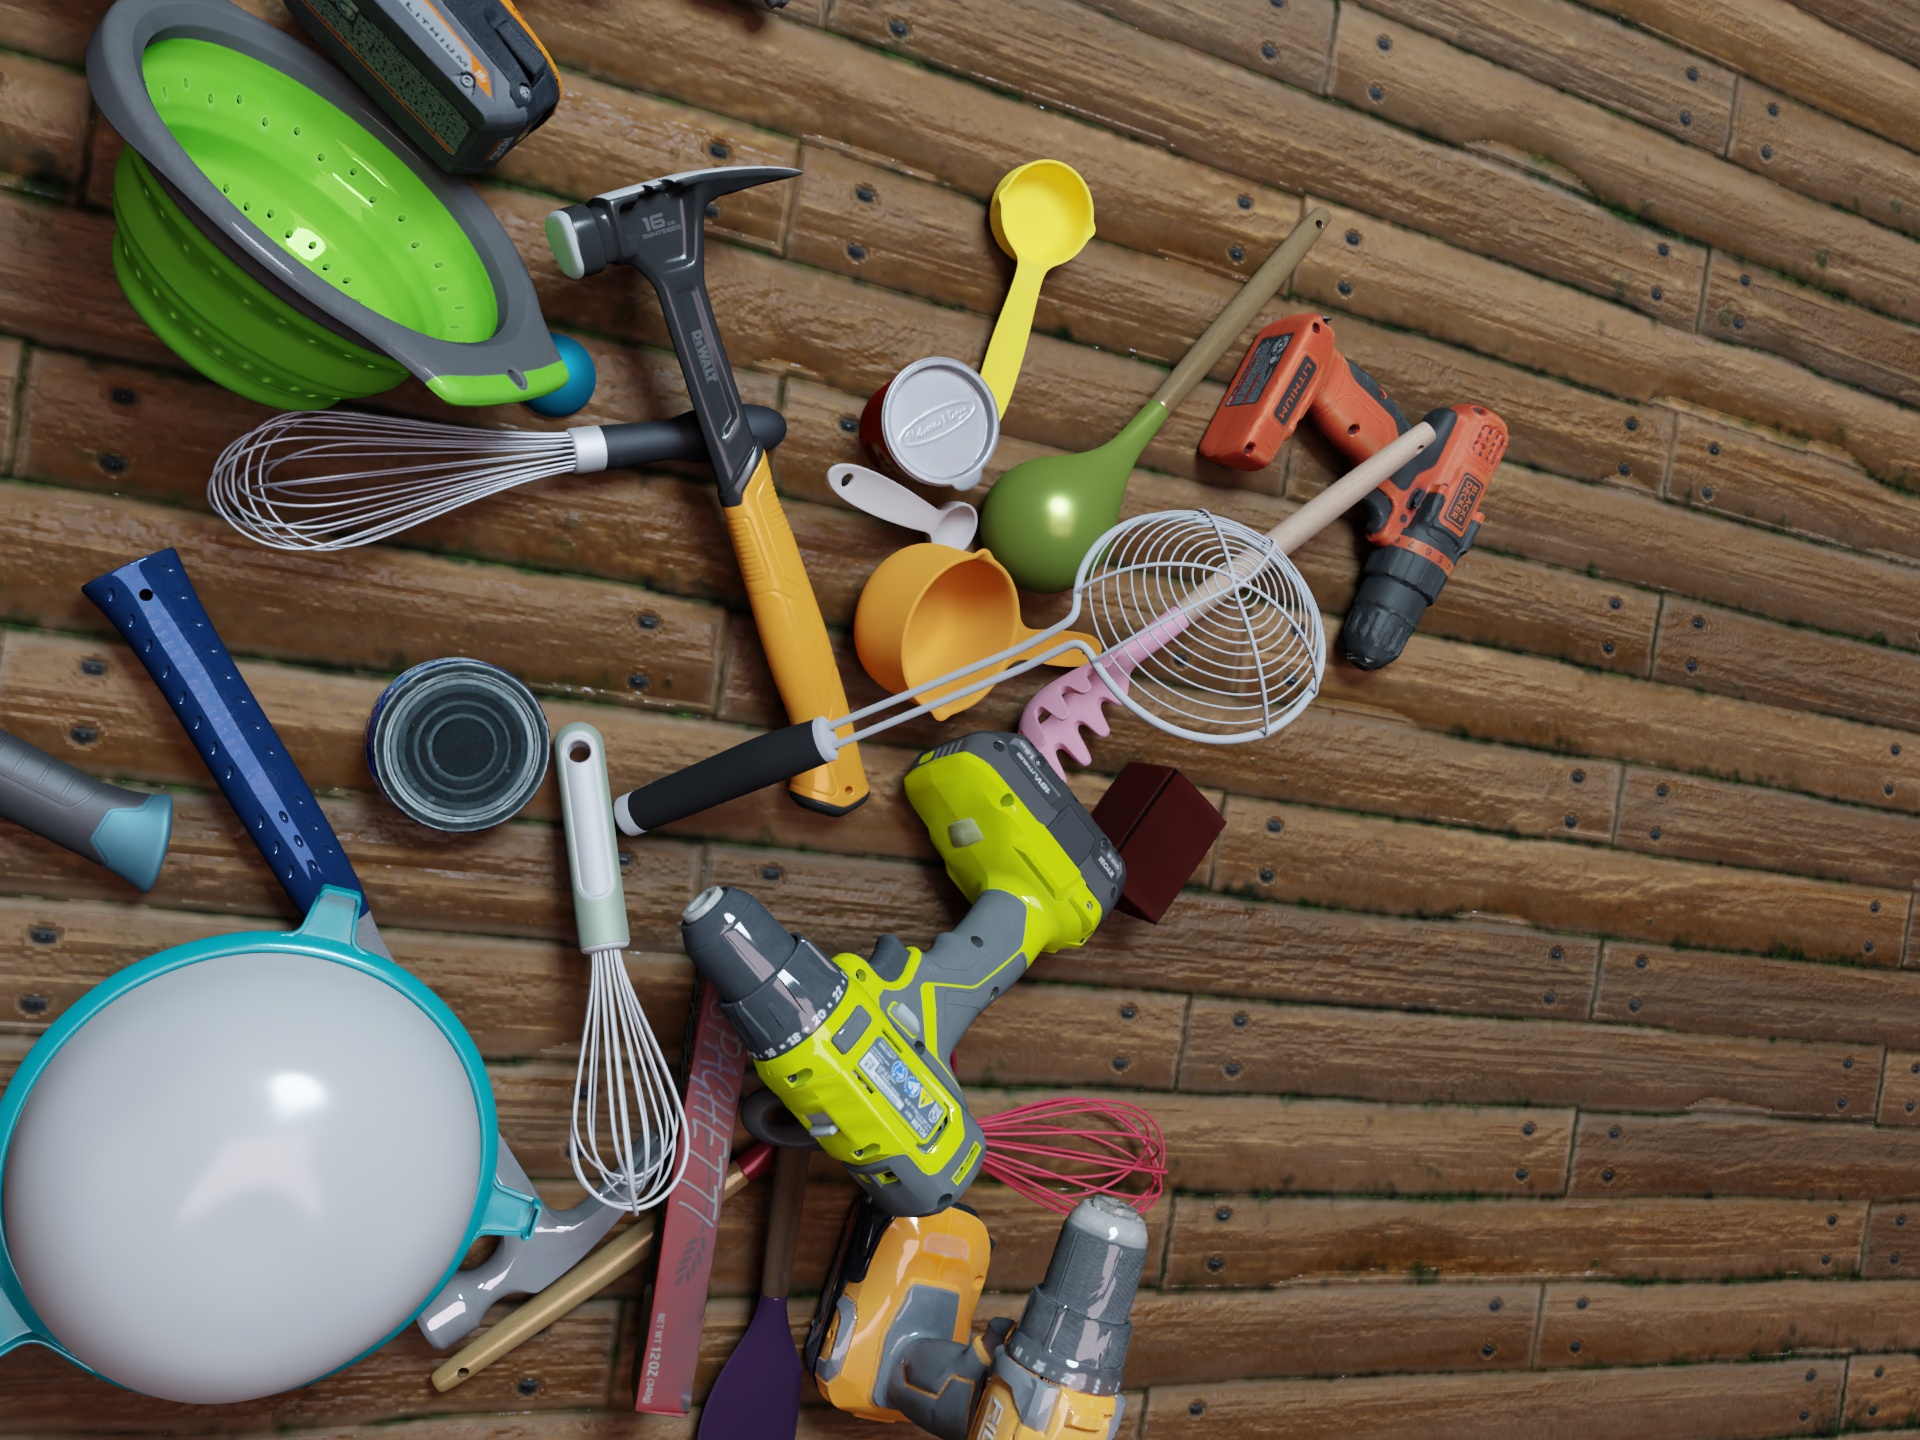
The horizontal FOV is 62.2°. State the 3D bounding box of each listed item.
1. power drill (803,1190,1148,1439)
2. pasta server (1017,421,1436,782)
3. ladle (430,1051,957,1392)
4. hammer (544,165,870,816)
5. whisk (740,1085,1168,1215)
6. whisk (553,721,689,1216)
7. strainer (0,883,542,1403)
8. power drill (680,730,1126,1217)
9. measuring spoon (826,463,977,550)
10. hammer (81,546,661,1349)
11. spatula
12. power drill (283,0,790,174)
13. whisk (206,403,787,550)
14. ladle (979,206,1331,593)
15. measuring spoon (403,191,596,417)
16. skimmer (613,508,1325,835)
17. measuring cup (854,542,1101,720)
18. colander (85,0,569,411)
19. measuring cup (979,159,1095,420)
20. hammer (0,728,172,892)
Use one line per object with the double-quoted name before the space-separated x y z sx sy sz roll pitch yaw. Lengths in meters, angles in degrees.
"power drill" 0.010 0.310 0.815 0.084 0.226 0.185 21 85 -25
"pasta server" 0.155 -0.072 0.924 0.316 0.040 0.060 -37 148 -4
"ladle" -0.139 0.259 0.855 0.315 0.031 0.069 -32 106 -18
"hammer" -0.099 -0.107 0.815 0.127 0.034 0.336 -26 114 -28
"whisk" 0.008 0.233 0.878 0.295 0.073 0.073 18 86 -34
"whisk" -0.177 0.121 0.792 0.058 0.059 0.246 -8 80 -12
"strainer" -0.351 0.231 0.652 0.340 0.095 0.211 -30 104 -21
"power drill" -0.025 0.110 0.821 0.190 0.080 0.228 52 50 -14
"measuring spoon" -0.034 -0.117 0.855 0.124 0.018 0.034 18 105 -53
"hammer" -0.287 0.104 0.770 0.144 0.035 0.405 -30 105 -19
"spatula" -0.099 0.284 0.856 0.059 0.018 0.316 3 102 -30
"power drill" -0.183 -0.363 0.750 0.164 0.084 0.226 45 64 -20
"whisk" -0.215 -0.128 0.779 0.284 0.070 0.070 -13 99 -29
"ladle" 0.124 -0.199 0.941 0.078 0.062 0.320 47 68 -19
"measuring spoon" -0.227 -0.206 0.783 0.042 0.021 0.128 -43 109 -16
"skimmer" -0.001 -0.003 0.799 0.090 0.363 0.127 36 37 -60
"measuring cup" 0.011 -0.051 0.895 0.173 0.052 0.095 4 105 -50
"colander" -0.344 -0.266 0.686 0.094 0.204 0.397 -39 93 21
"measuring cup" 0.029 -0.238 0.902 0.062 0.029 0.156 13 100 -25
"hammer" -0.490 -0.022 0.670 0.330 0.033 0.128 34 79 -23
